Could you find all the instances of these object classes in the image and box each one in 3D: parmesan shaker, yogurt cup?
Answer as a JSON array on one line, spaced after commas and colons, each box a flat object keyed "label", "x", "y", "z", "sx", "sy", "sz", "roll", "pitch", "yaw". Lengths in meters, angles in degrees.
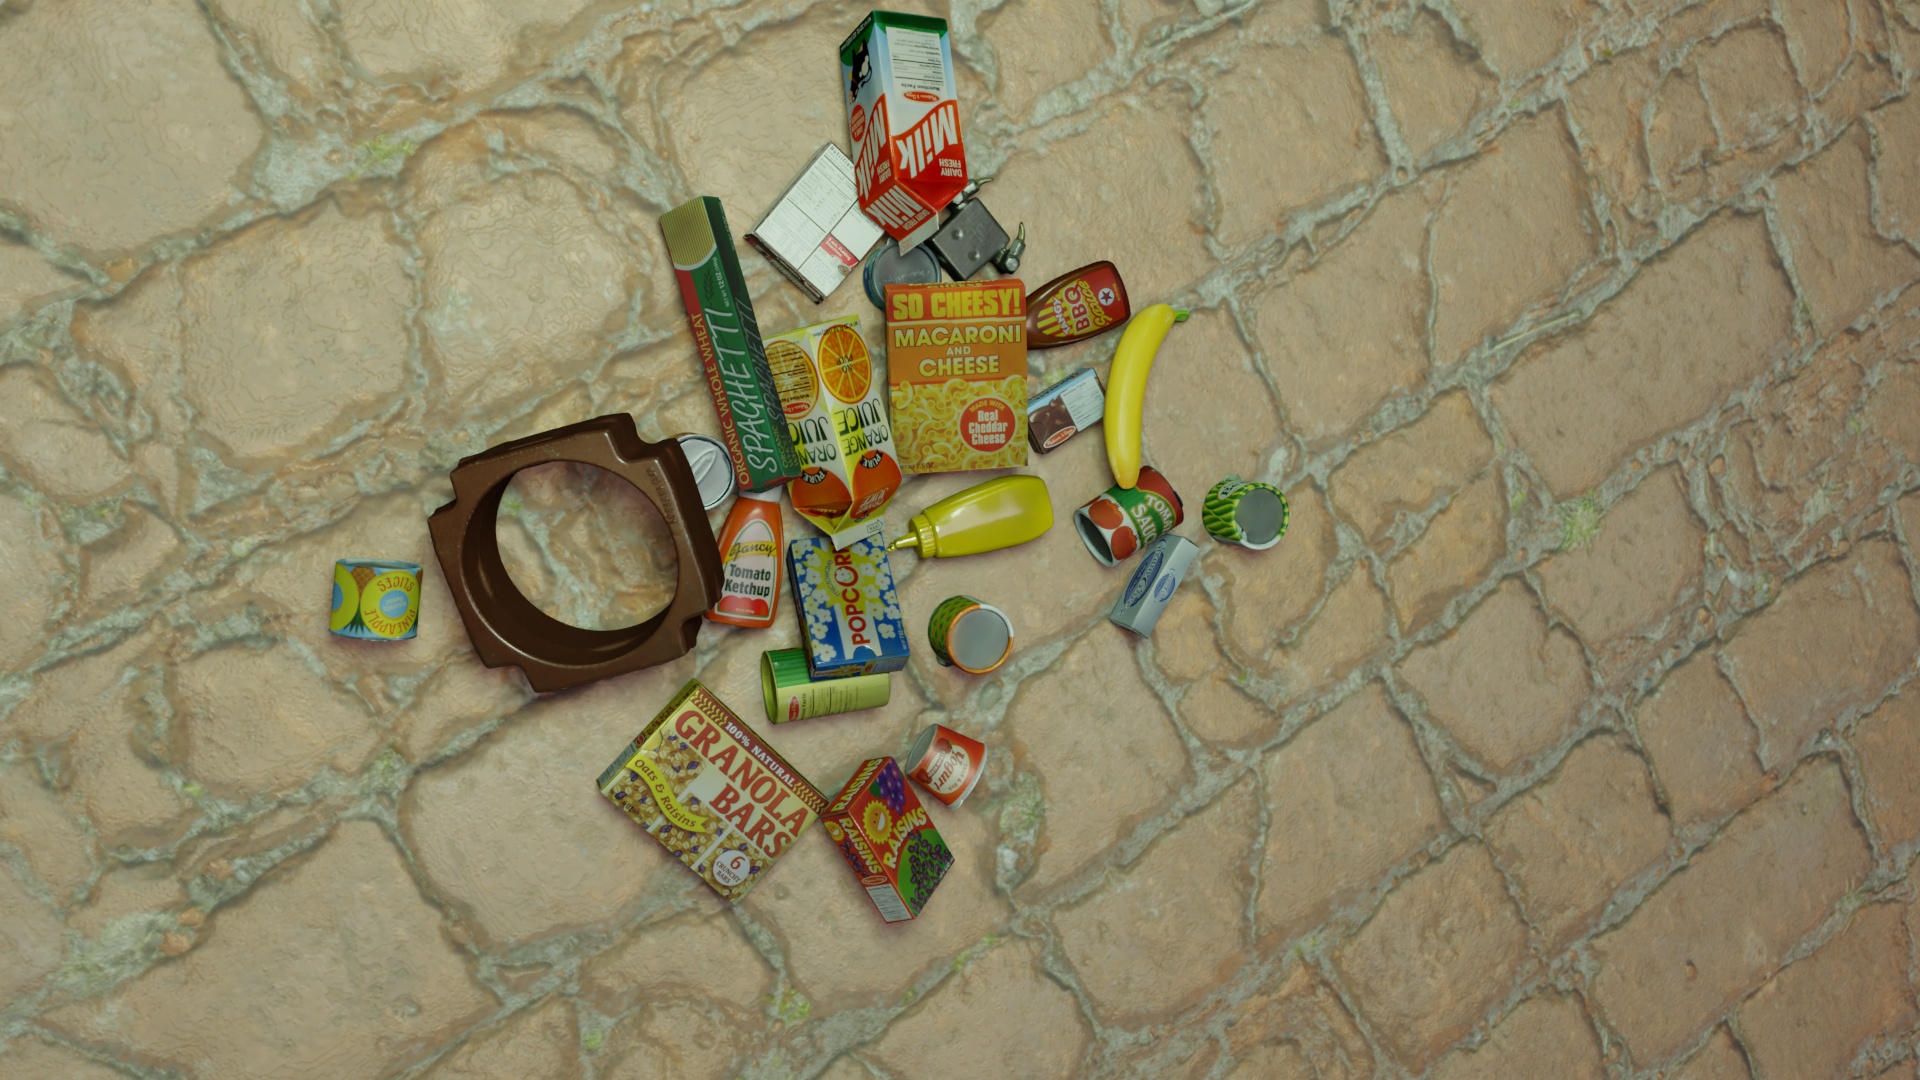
[{"label": "parmesan shaker", "x": -0.121, "y": 0.126, "z": 1.242, "sx": 0.103, "sy": 0.071, "sz": 0.071, "roll": -7, "pitch": 98, "yaw": -19}, {"label": "yogurt cup", "x": -0.015, "y": 0.206, "z": 1.287, "sx": 0.054, "sy": 0.072, "sz": 0.072, "roll": 32, "pitch": 85, "yaw": -11}]

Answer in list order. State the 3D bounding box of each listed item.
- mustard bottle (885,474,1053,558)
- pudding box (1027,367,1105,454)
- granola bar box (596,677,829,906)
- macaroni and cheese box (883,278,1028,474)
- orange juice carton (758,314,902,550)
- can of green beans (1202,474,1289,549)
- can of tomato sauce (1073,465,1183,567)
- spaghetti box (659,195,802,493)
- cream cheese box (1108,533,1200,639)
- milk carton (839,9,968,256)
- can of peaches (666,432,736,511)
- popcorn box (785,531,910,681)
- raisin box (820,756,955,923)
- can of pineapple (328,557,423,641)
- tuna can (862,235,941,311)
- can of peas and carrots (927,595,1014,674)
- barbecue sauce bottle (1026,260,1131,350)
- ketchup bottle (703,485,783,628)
[{"label": "mustard bottle", "x": 0.005, "y": -0.016, "z": 1.279, "sx": 0.161, "sy": 0.049, "sz": 0.065, "roll": -15, "pitch": 100, "yaw": -16}, {"label": "pudding box", "x": 0.097, "y": -0.123, "z": 1.311, "sx": 0.084, "sy": 0.030, "sz": 0.049, "roll": -32, "pitch": 106, "yaw": -14}, {"label": "granola bar box", "x": -0.217, "y": 0.223, "z": 1.230, "sx": 0.124, "sy": 0.039, "sz": 0.165, "roll": -47, "pitch": 108, "yaw": -10}, {"label": "macaroni and cheese box", "x": -0.004, "y": -0.147, "z": 1.238, "sx": 0.124, "sy": 0.040, "sz": 0.165, "roll": -4, "pitch": 110, "yaw": -7}, {"label": "orange juice carton", "x": -0.111, "y": -0.091, "z": 1.206, "sx": 0.072, "sy": 0.073, "sz": 0.192, "roll": -28, "pitch": 107, "yaw": -51}, {"label": "can of green beans", "x": 0.281, "y": -0.026, "z": 1.369, "sx": 0.071, "sy": 0.058, "sz": 0.071, "roll": -2, "pitch": 96, "yaw": -19}, {"label": "can of tomato sauce", "x": 0.161, "y": -0.022, "z": 1.322, "sx": 0.083, "sy": 0.071, "sz": 0.071, "roll": -32, "pitch": 105, "yaw": -13}, {"label": "spaghetti box", "x": -0.193, "y": -0.164, "z": 1.168, "sx": 0.029, "sy": 0.050, "sz": 0.250, "roll": -13, "pitch": 86, "yaw": -62}, {"label": "cream cheese box", "x": 0.186, "y": 0.042, "z": 1.345, "sx": 0.024, "sy": 0.053, "sz": 0.104, "roll": 33, "pitch": 84, "yaw": -21}, {"label": "milk carton", "x": -0.047, "y": -0.346, "z": 1.191, "sx": 0.073, "sy": 0.072, "sz": 0.190, "roll": -4, "pitch": 83, "yaw": -30}, {"label": "can of peaches", "x": -0.231, "y": -0.061, "z": 1.188, "sx": 0.071, "sy": 0.058, "sz": 0.071, "roll": -2, "pitch": 96, "yaw": -18}, {"label": "popcorn box", "x": -0.100, "y": 0.057, "z": 1.223, "sx": 0.085, "sy": 0.038, "sz": 0.127, "roll": -5, "pitch": 61, "yaw": -19}, {"label": "raisin box", "x": -0.065, "y": 0.272, "z": 1.266, "sx": 0.123, "sy": 0.040, "sz": 0.086, "roll": 61, "pitch": 38, "yaw": -15}, {"label": "can of pineapple", "x": -0.466, "y": 0.047, "z": 1.111, "sx": 0.071, "sy": 0.071, "sz": 0.058, "roll": 5, "pitch": 94, "yaw": -19}, {"label": "tuna can", "x": -0.053, "y": -0.238, "z": 1.246, "sx": 0.071, "sy": 0.033, "sz": 0.071, "roll": -2, "pitch": 96, "yaw": -19}, {"label": "can of peas and carrots", "x": 0.008, "y": 0.089, "z": 1.285, "sx": 0.071, "sy": 0.059, "sz": 0.071, "roll": -2, "pitch": 96, "yaw": -19}, {"label": "barbecue sauce bottle", "x": 0.082, "y": -0.207, "z": 1.291, "sx": 0.149, "sy": 0.043, "sz": 0.064, "roll": -24, "pitch": 104, "yaw": -15}, {"label": "ketchup bottle", "x": -0.183, "y": 0.000, "z": 1.219, "sx": 0.065, "sy": 0.043, "sz": 0.148, "roll": 10, "pitch": 91, "yaw": -20}]
